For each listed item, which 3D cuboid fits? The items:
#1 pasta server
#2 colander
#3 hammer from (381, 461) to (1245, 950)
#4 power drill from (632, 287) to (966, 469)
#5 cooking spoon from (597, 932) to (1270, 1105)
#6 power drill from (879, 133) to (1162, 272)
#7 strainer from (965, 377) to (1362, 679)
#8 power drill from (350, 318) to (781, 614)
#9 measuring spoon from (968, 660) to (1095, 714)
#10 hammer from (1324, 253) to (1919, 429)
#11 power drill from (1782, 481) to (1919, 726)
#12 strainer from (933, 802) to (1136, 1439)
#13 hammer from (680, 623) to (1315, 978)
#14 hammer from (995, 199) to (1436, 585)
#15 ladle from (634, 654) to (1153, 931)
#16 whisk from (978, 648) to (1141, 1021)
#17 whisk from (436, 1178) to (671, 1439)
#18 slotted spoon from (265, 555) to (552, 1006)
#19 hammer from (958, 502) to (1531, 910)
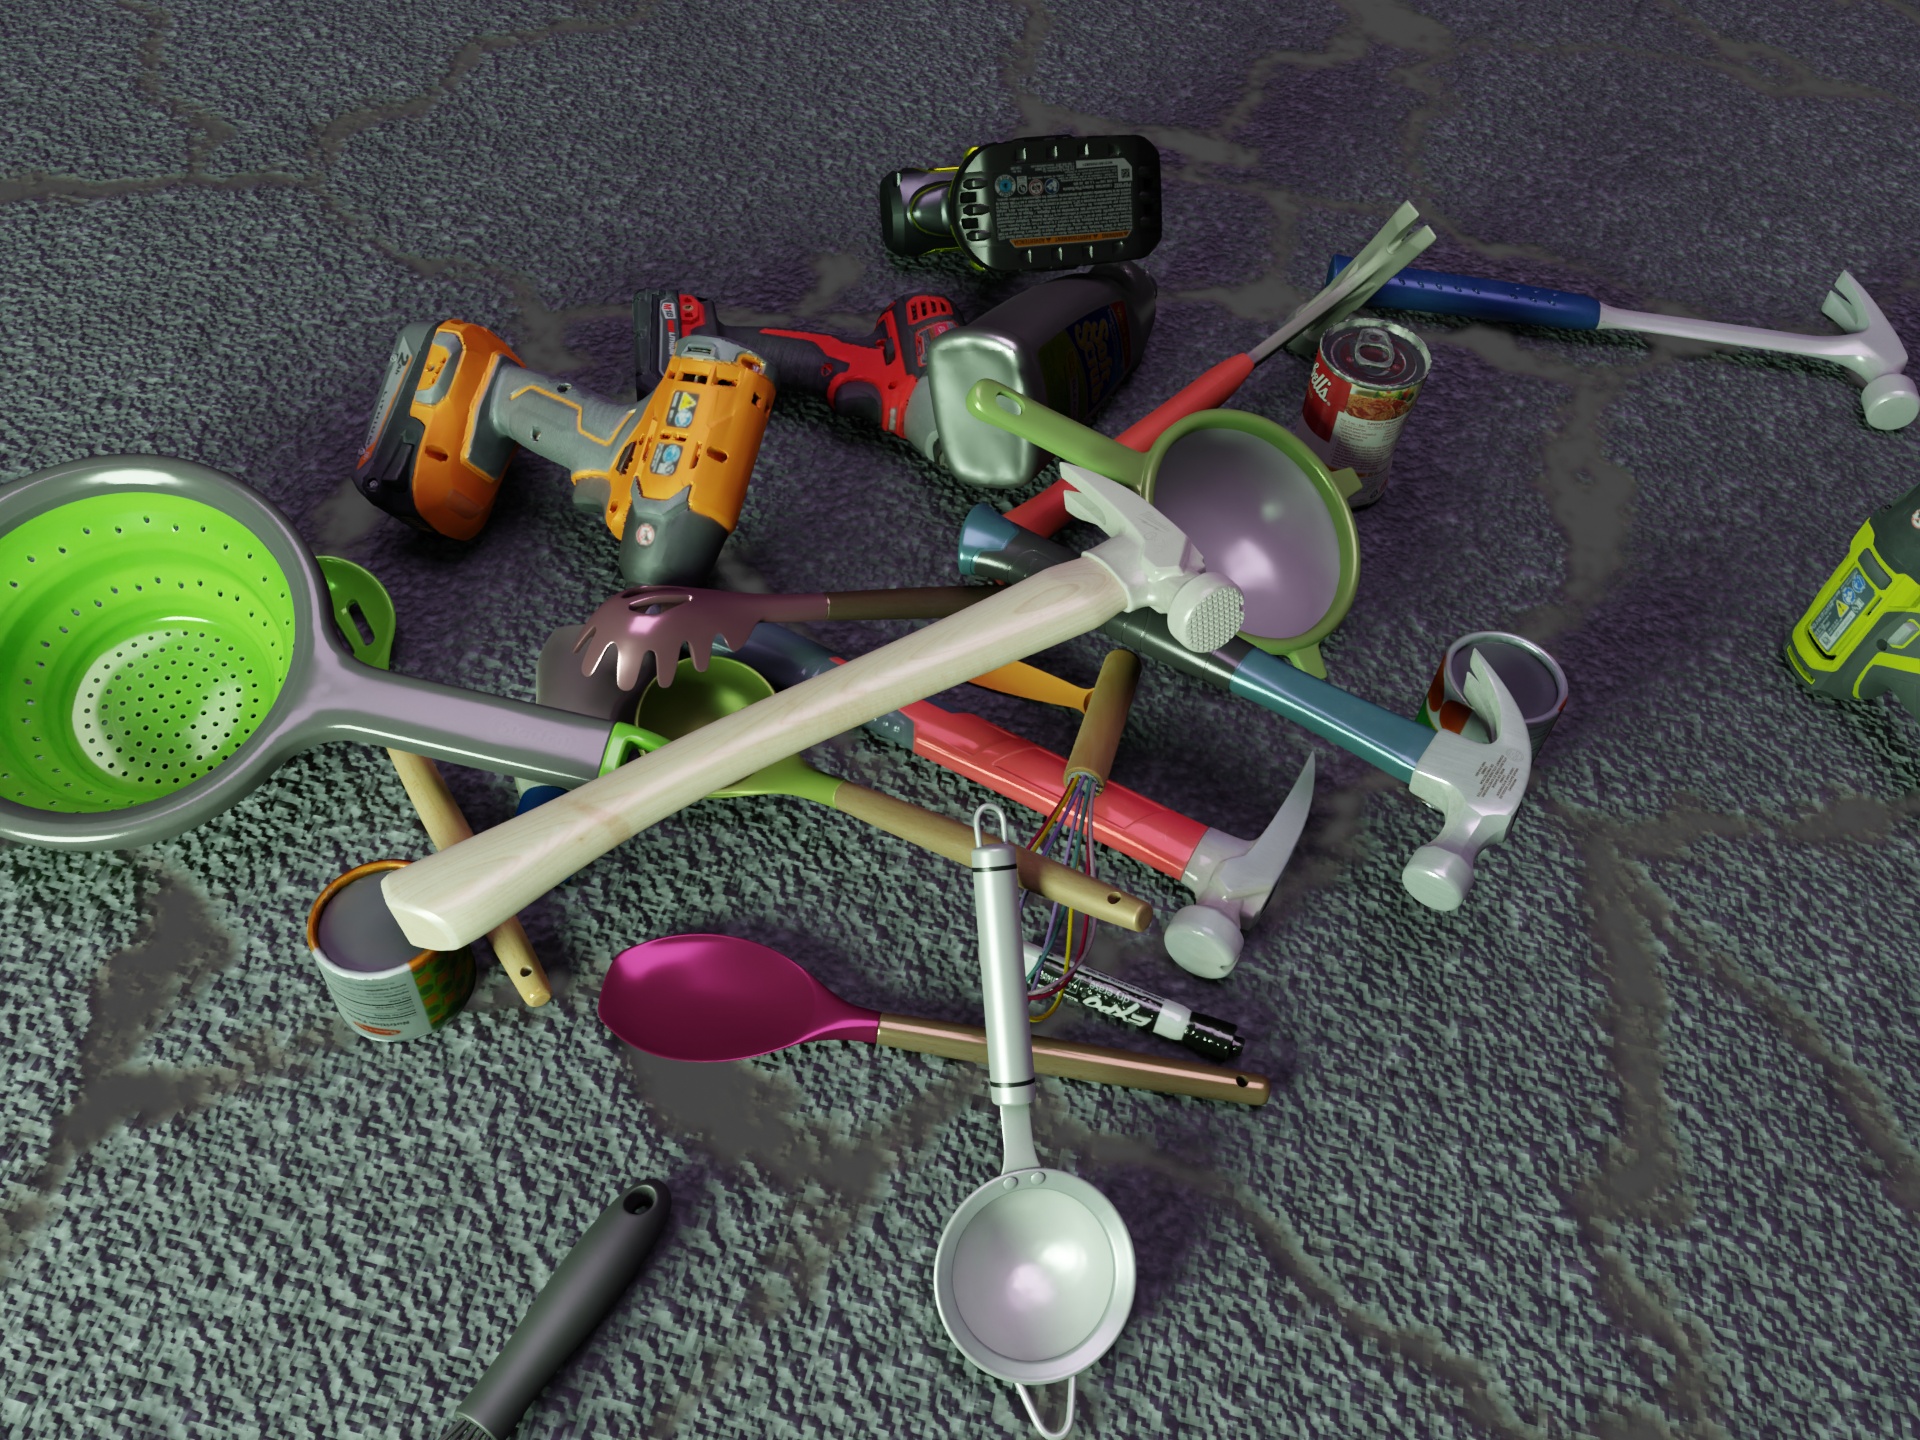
[{"bbox_3d":[-0.052,-0.056,0.868,0.316,0.040,0.060,-5,35,-30],"label":"pasta server"},{"bbox_3d":[-0.333,-0.005,0.801,0.397,0.094,0.205,13,68,-1],"label":"colander"},{"bbox_3d":[-0.074,-0.008,0.756,0.410,0.038,0.146,-26,44,-15],"label":"hammer"},{"bbox_3d":[-0.095,-0.211,1.011,0.219,0.078,0.143,-3,51,-11],"label":"power drill"},{"bbox_3d":[-0.013,0.150,0.752,0.319,0.017,0.069,8,51,3],"label":"cooking spoon"},{"bbox_3d":[0.056,-0.353,1.087,0.190,0.080,0.229,-8,18,-10],"label":"power drill"},{"bbox_3d":[0.109,-0.121,0.918,0.256,0.069,0.152,24,64,-16],"label":"strainer"},{"bbox_3d":[-0.224,-0.140,0.895,0.226,0.084,0.164,10,79,21],"label":"power drill"},{"bbox_3d":[0.033,-0.024,0.903,0.117,0.021,0.011,18,9,12],"label":"measuring spoon"},{"bbox_3d":[0.468,-0.293,1.145,0.405,0.035,0.144,9,51,3],"label":"hammer"},{"bbox_3d":[0.545,-0.016,0.837,0.080,0.171,0.223,-9,55,-12],"label":"power drill"},{"bbox_3d":[0.024,0.163,0.670,0.087,0.050,0.258,-4,88,-13],"label":"strainer"},{"bbox_3d":[-0.001,-0.003,0.867,0.386,0.038,0.143,26,52,16],"label":"hammer"},{"bbox_3d":[0.146,-0.198,0.993,0.359,0.149,0.037,-38,89,-23],"label":"hammer"},{"bbox_3d":[-0.042,0.035,0.752,0.320,0.062,0.078,19,61,41],"label":"ladle"},{"bbox_3d":[0.056,0.049,0.780,0.047,0.051,0.245,31,44,-7],"label":"whisk"},{"bbox_3d":[-0.185,0.275,0.618,0.055,0.055,0.239,24,48,15],"label":"whisk"},{"bbox_3d":[-0.286,0.026,0.829,0.070,0.031,0.314,-30,60,-16],"label":"slotted spoon"},{"bbox_3d":[0.132,-0.032,0.815,0.331,0.033,0.128,29,62,25],"label":"hammer"}]
